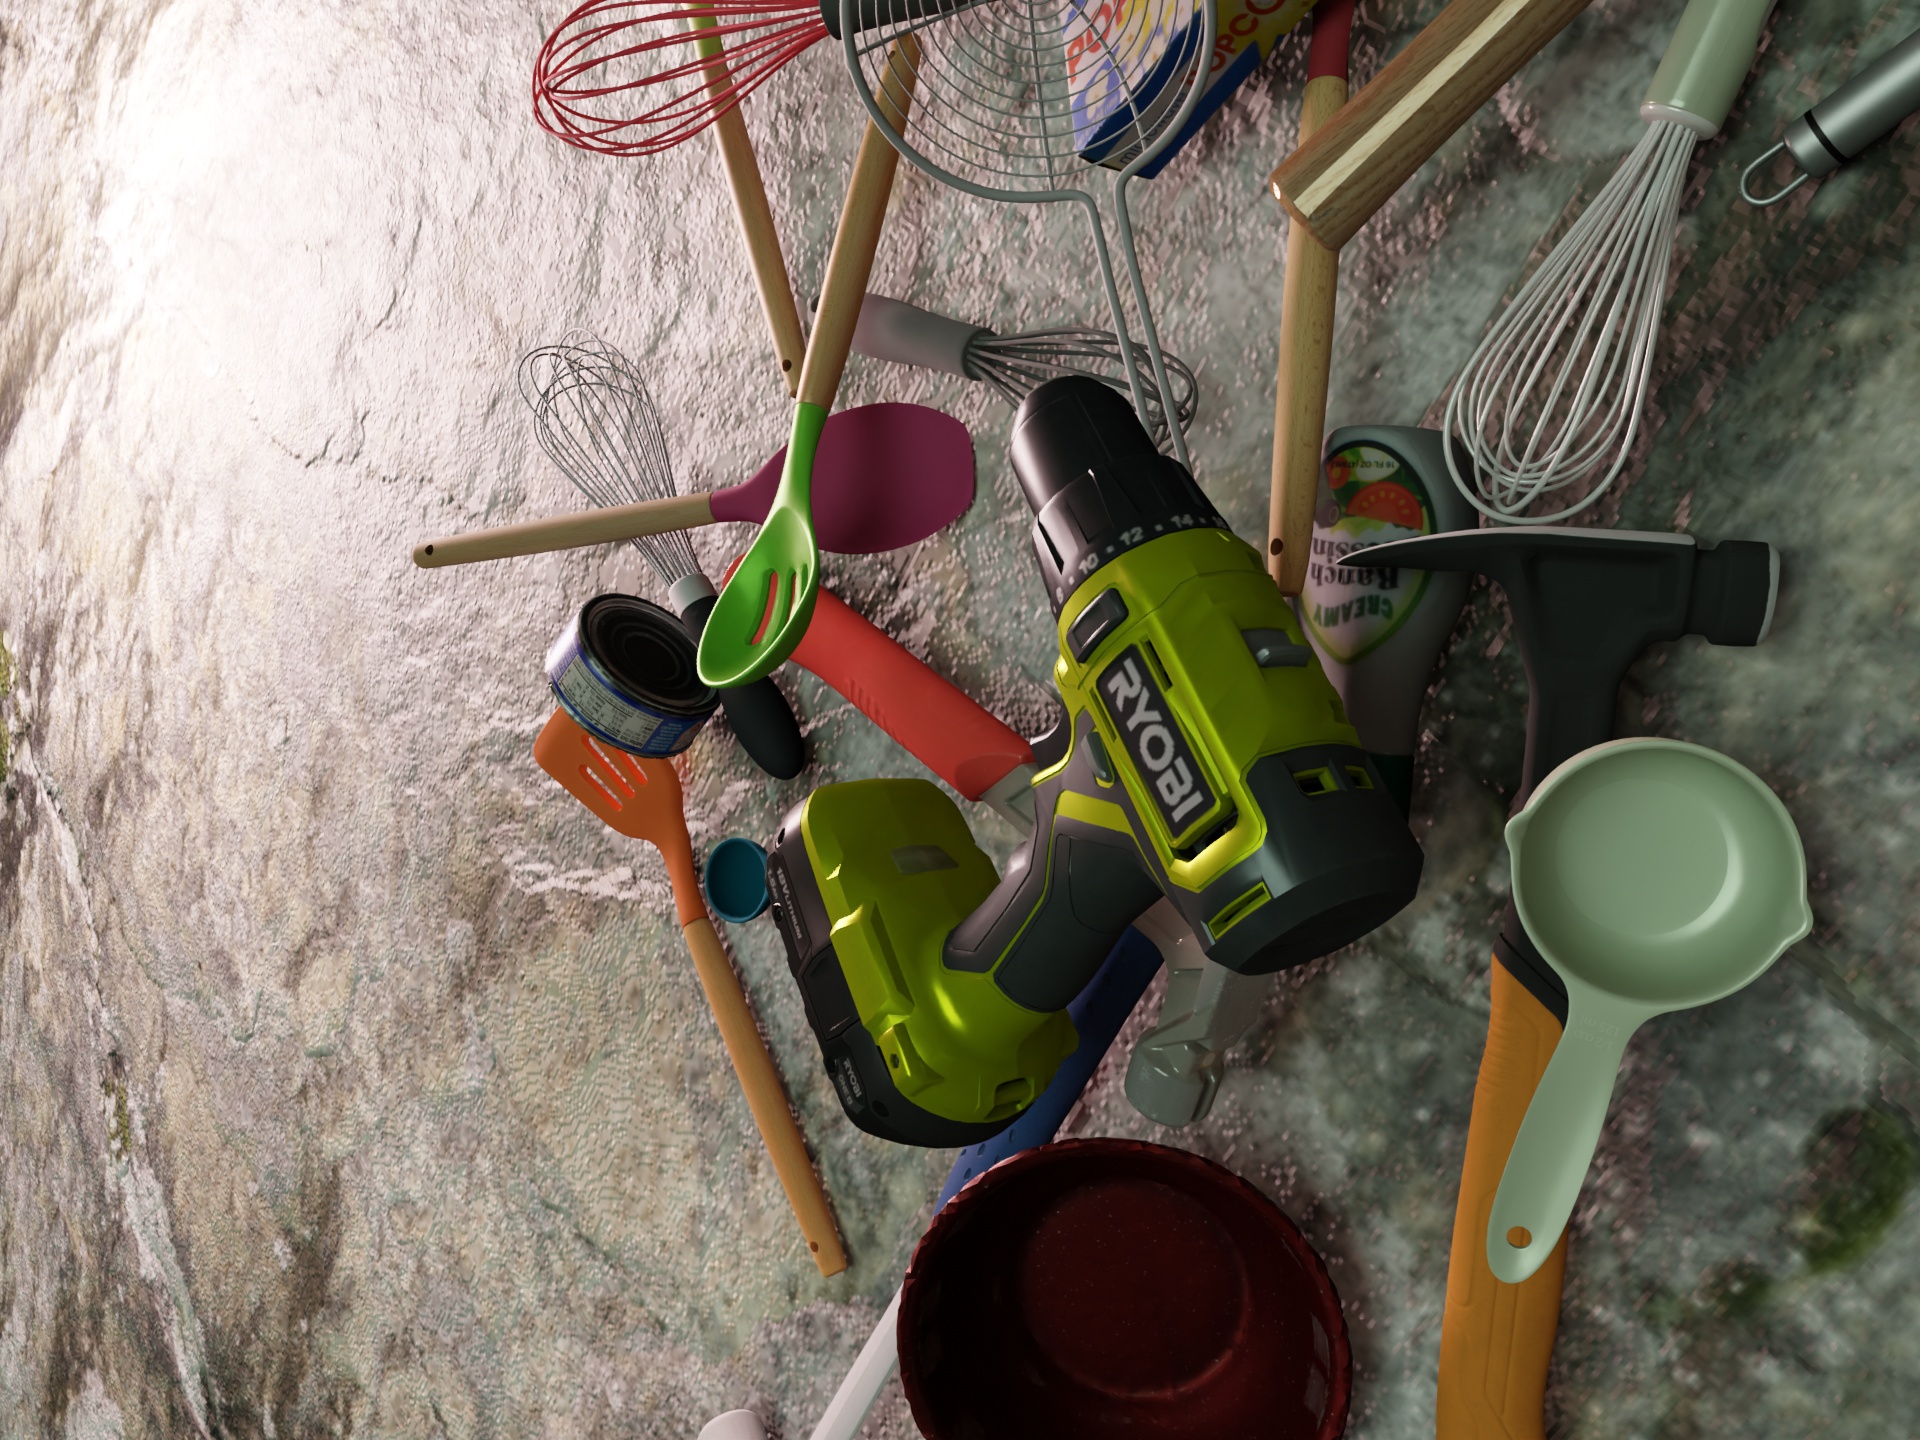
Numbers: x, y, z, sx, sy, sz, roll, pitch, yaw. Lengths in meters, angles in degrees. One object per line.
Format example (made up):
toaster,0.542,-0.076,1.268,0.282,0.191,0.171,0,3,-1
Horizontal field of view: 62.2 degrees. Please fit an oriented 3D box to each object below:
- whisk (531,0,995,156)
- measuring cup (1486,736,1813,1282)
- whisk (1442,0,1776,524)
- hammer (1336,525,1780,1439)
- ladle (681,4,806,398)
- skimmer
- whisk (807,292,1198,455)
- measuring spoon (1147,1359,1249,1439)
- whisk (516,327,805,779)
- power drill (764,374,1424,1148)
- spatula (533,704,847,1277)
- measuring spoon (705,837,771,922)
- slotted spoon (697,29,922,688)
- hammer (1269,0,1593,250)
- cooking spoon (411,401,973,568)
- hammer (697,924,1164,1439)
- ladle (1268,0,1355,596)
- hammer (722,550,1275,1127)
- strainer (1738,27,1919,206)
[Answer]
whisk,-0.074,-0.313,0.717,0.296,0.073,0.073,-5,86,25
measuring cup,0.186,0.084,0.467,0.083,0.038,0.167,18,102,15
whisk,0.219,-0.177,0.492,0.059,0.058,0.246,23,104,4
hammer,0.174,0.107,0.508,0.127,0.034,0.337,5,96,18
ladle,-0.127,-0.309,0.795,0.078,0.062,0.320,-24,76,33
skimmer,0.058,-0.109,0.548,0.127,0.090,0.363,-14,94,23
whisk,0.007,-0.153,0.679,0.239,0.055,0.055,29,108,43
measuring spoon,0.062,0.255,0.635,0.124,0.018,0.034,23,104,40
whisk,-0.151,-0.088,0.811,0.070,0.070,0.285,-44,66,32
power drill,0.024,0.022,0.517,0.228,0.080,0.191,-48,56,42
spatula,-0.131,0.125,0.798,0.081,0.041,0.323,-42,64,32
measuring spoon,-0.069,0.072,0.764,0.128,0.021,0.042,-10,81,32
slotted spoon,-0.057,-0.161,0.698,0.070,0.031,0.314,2,76,50
hammer,0.223,-0.264,0.454,0.331,0.031,0.130,-43,58,24
cooking spoon,-0.139,-0.100,0.770,0.319,0.017,0.069,-5,85,24
hammer,-0.005,0.228,0.670,0.405,0.035,0.144,-62,35,18
ladle,0.126,-0.197,0.553,0.069,0.031,0.315,-5,76,56
hammer,-0.001,-0.002,0.643,0.359,0.036,0.149,38,123,46
strainer,0.316,-0.221,0.404,0.087,0.050,0.258,50,131,-3
